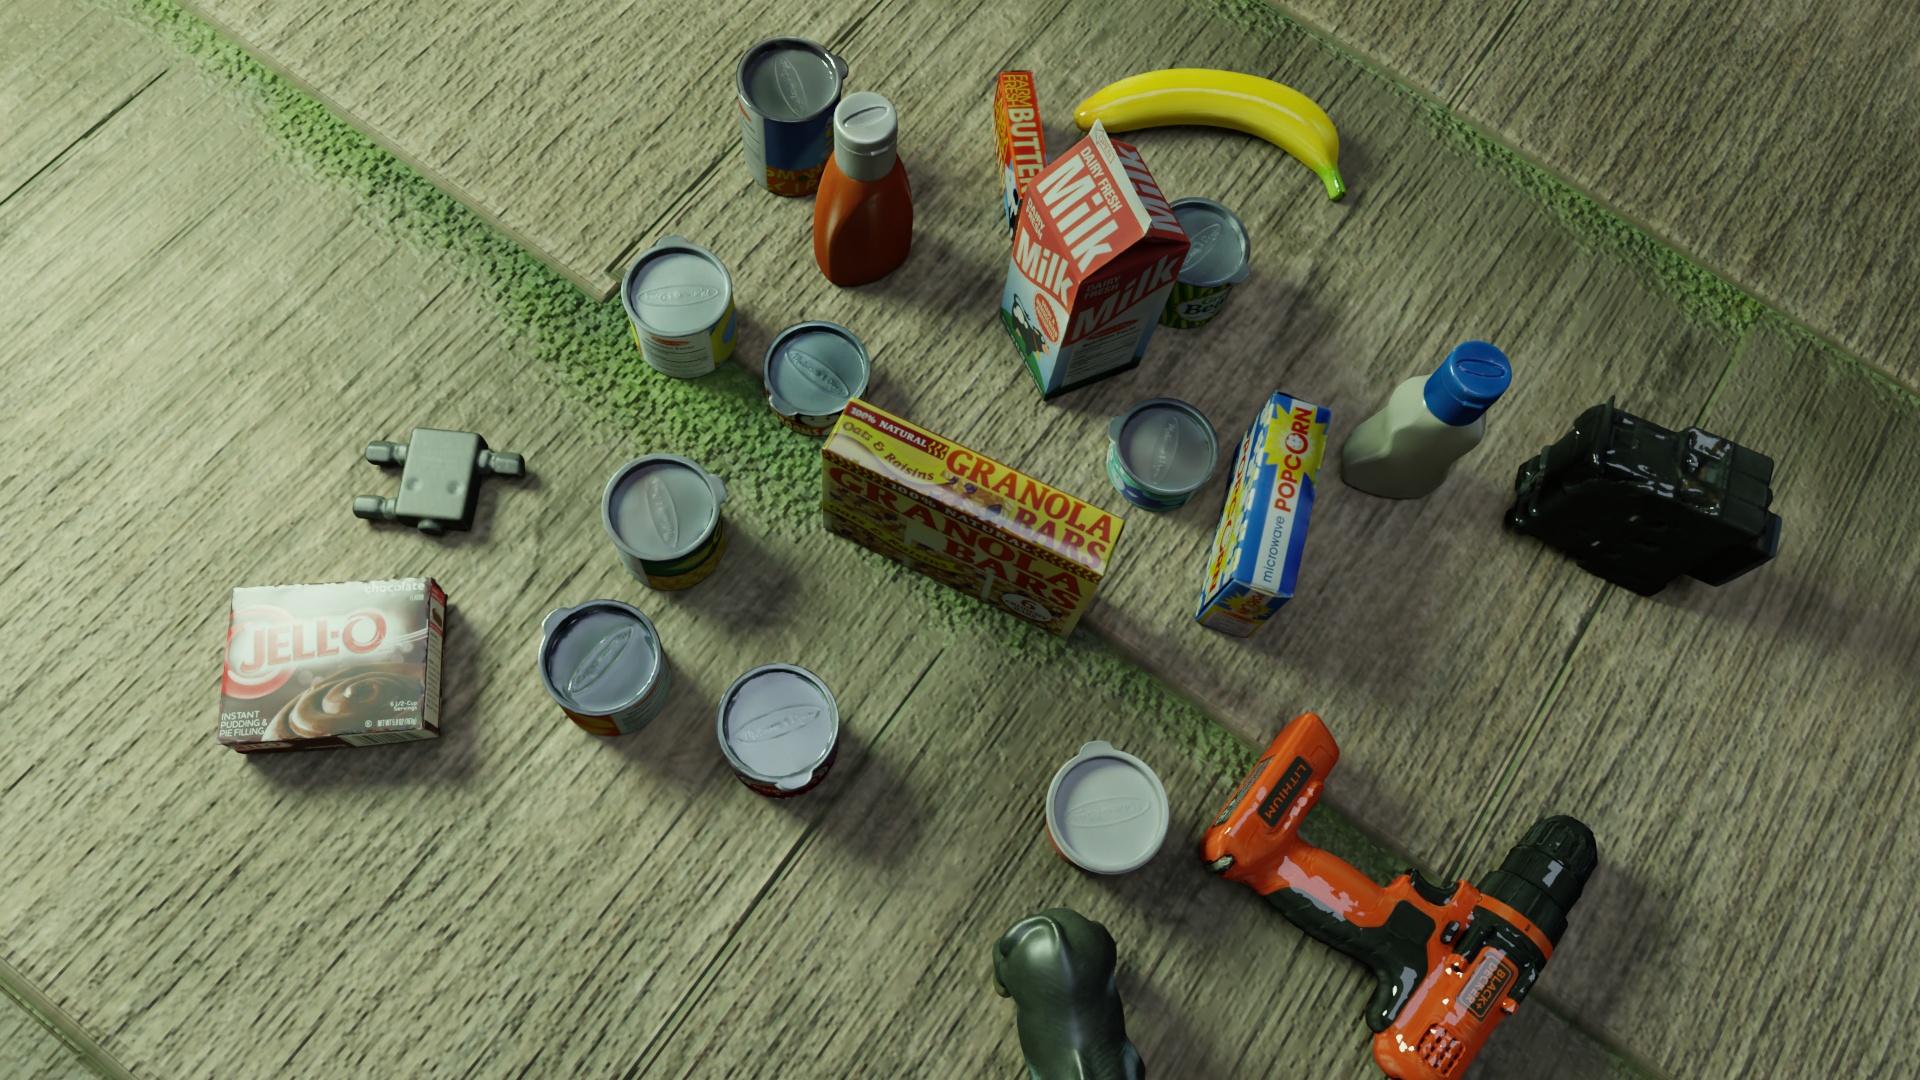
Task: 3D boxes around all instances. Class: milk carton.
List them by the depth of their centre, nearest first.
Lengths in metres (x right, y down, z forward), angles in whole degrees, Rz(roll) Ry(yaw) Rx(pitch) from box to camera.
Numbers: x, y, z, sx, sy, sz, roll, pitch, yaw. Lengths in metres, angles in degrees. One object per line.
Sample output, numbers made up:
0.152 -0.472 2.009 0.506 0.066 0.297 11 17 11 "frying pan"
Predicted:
0.079 -0.164 0.825 0.073 0.190 0.072 -21 73 -12 "milk carton"

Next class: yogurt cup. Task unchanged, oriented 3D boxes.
0.078 0.155 0.779 0.072 0.053 0.072 2 70 -5 "yogurt cup"

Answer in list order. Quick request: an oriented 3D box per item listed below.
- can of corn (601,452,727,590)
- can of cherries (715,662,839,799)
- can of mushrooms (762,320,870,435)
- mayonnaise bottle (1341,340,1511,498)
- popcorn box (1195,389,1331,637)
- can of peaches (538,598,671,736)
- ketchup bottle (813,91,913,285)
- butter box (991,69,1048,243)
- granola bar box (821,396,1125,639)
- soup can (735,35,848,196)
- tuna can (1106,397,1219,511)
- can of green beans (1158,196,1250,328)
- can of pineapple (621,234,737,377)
-0.170 -0.011 0.815 0.071 0.058 0.071 2 70 -5 "can of corn"
-0.101 0.110 0.776 0.071 0.058 0.072 2 70 -5 "can of cherries"
-0.092 -0.100 0.869 0.071 0.033 0.071 2 69 -5 "can of mushrooms"
0.281 -0.070 0.831 0.065 0.147 0.041 10 69 -1 "mayonnaise bottle"
0.181 -0.014 0.835 0.038 0.085 0.127 17 69 1 "popcorn box"
-0.200 0.071 0.782 0.071 0.058 0.071 2 70 -5 "can of peaches"
-0.059 -0.214 0.853 0.065 0.148 0.043 -25 74 -13 "ketchup bottle"
0.041 -0.257 0.930 0.024 0.053 0.104 -5 70 -7 "butter box"
0.003 -0.010 0.796 0.165 0.123 0.039 25 70 4 "granola bar box"
-0.108 -0.275 0.907 0.071 0.083 0.071 2 70 -5 "soup can"
0.124 -0.054 0.872 0.071 0.032 0.071 2 69 -5 "tuna can"
0.150 -0.180 0.909 0.071 0.057 0.071 2 70 -5 "can of green beans"
-0.173 -0.144 0.865 0.071 0.057 0.071 2 70 -5 "can of pineapple"
